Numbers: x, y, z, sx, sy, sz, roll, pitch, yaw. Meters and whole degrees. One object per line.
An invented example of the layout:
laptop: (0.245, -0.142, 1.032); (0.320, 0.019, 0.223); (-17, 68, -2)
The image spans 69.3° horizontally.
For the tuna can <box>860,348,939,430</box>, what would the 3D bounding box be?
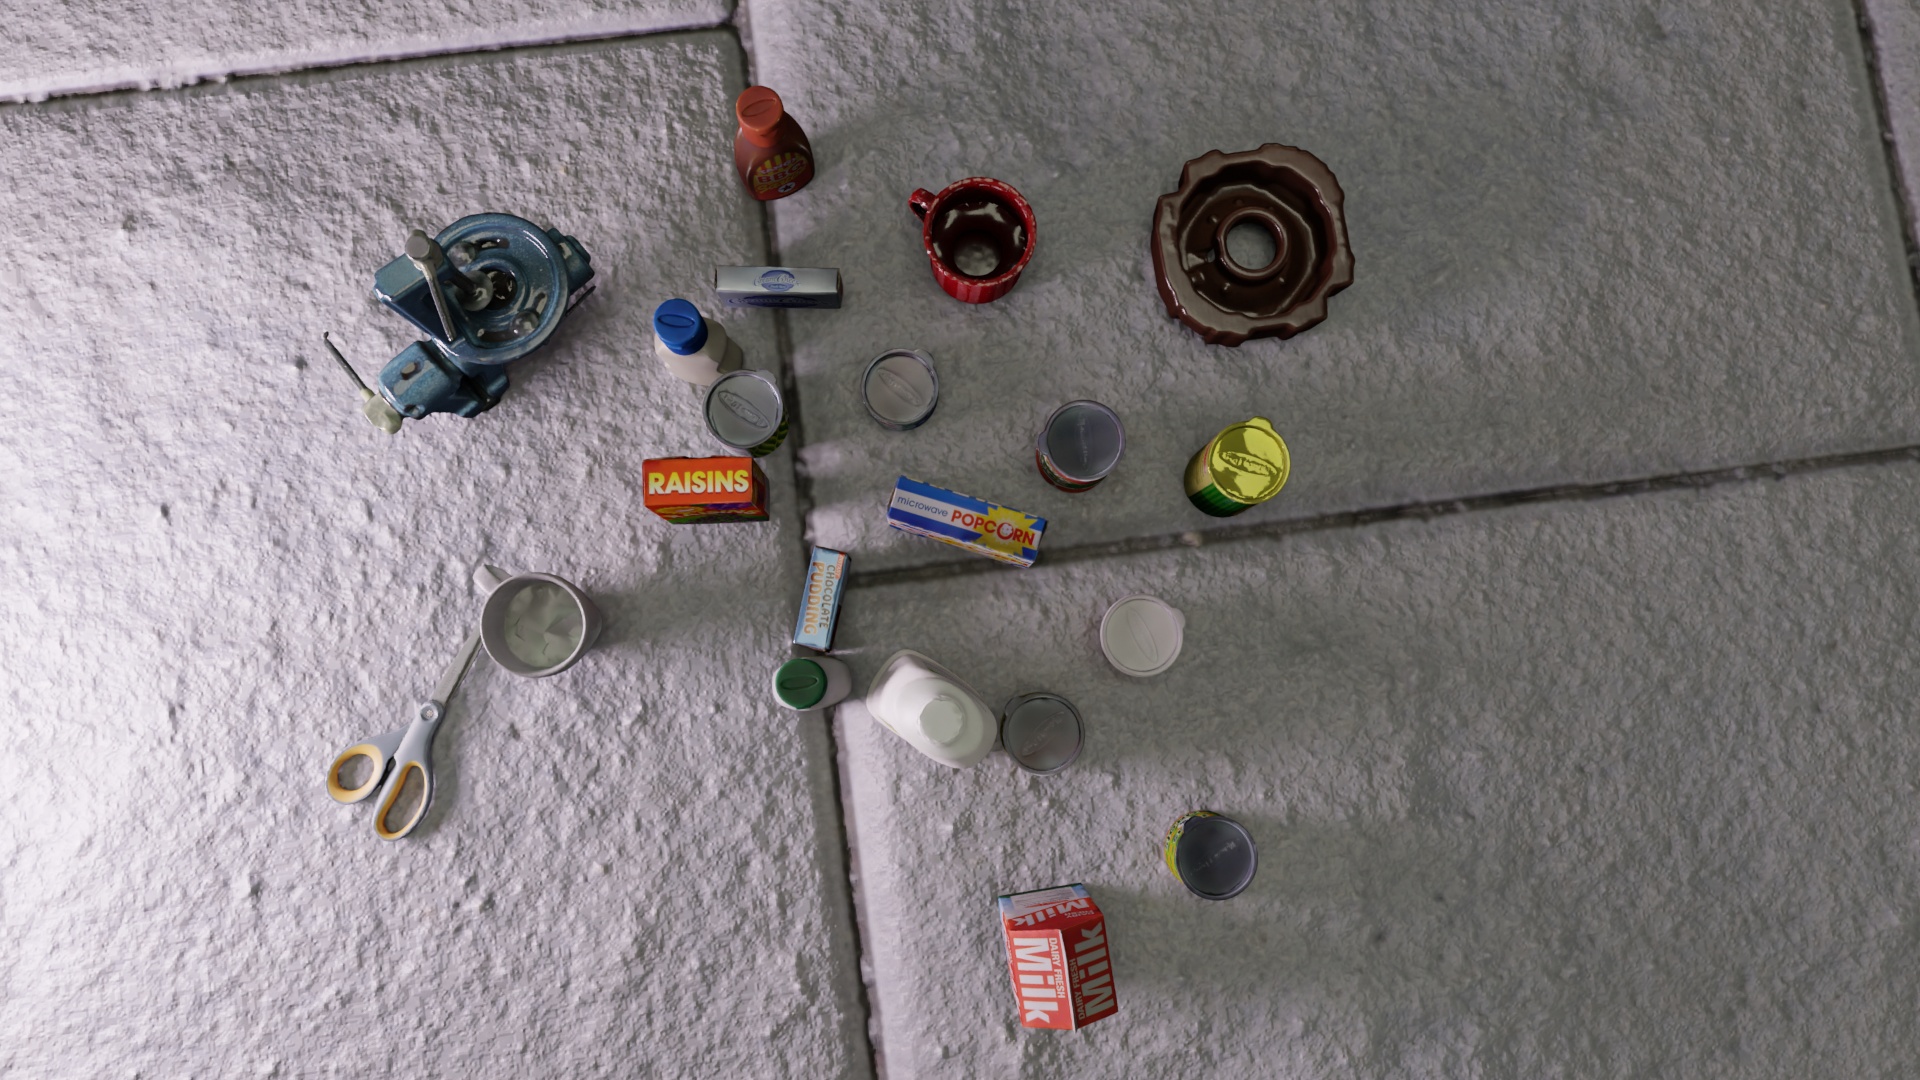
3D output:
tuna can: (-0.049, -0.129, 1.178); (0.071, 0.033, 0.071); (0, 84, -2)

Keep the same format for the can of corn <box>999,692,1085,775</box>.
can of corn: (0.064, 0.155, 1.137); (0.071, 0.058, 0.071); (0, 84, -2)

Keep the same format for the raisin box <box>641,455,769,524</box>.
raisin box: (-0.202, -0.040, 1.119); (0.086, 0.123, 0.040); (-1, 84, -2)

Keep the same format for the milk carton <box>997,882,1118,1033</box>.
milk carton: (0.073, 0.315, 1.054); (0.073, 0.190, 0.072); (-9, 85, -2)

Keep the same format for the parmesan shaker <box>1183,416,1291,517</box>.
parmesan shaker: (0.227, -0.059, 1.143); (0.071, 0.103, 0.071); (0, 84, -1)

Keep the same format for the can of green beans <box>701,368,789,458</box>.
can of green beans: (-0.178, -0.105, 1.159); (0.071, 0.058, 0.071); (0, 84, -2)

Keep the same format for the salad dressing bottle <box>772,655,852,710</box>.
salad dressing bottle: (-0.119, 0.112, 1.092); (0.064, 0.147, 0.044); (-7, 85, -2)

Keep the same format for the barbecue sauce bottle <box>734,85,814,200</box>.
barbecue sauce bottle: (-0.157, -0.326, 1.139); (0.065, 0.148, 0.043); (-24, 85, -4)

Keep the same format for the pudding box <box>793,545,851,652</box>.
pudding box: (-0.113, 0.049, 1.148); (0.030, 0.049, 0.084); (12, 84, 0)

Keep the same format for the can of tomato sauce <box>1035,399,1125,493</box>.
can of tomato sauce: (0.096, -0.076, 1.151); (0.071, 0.083, 0.071); (0, 84, -2)

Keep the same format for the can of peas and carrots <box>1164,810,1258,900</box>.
can of peas and carrots: (0.201, 0.253, 1.130); (0.071, 0.058, 0.071); (0, 84, -2)

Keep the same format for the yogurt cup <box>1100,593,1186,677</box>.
yogurt cup: (0.147, 0.079, 1.150); (0.072, 0.054, 0.072); (0, 84, -2)

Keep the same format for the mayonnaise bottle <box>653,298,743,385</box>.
mayonnaise bottle: (-0.215, -0.159, 1.119); (0.065, 0.148, 0.041); (7, 84, -1)

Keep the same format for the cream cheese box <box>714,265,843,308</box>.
cream cheese box: (-0.152, -0.214, 1.174); (0.104, 0.053, 0.024); (1, 84, -1)

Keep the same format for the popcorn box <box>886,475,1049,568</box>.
popcorn box: (0.004, -0.014, 1.141); (0.127, 0.085, 0.038); (17, 84, 0)
